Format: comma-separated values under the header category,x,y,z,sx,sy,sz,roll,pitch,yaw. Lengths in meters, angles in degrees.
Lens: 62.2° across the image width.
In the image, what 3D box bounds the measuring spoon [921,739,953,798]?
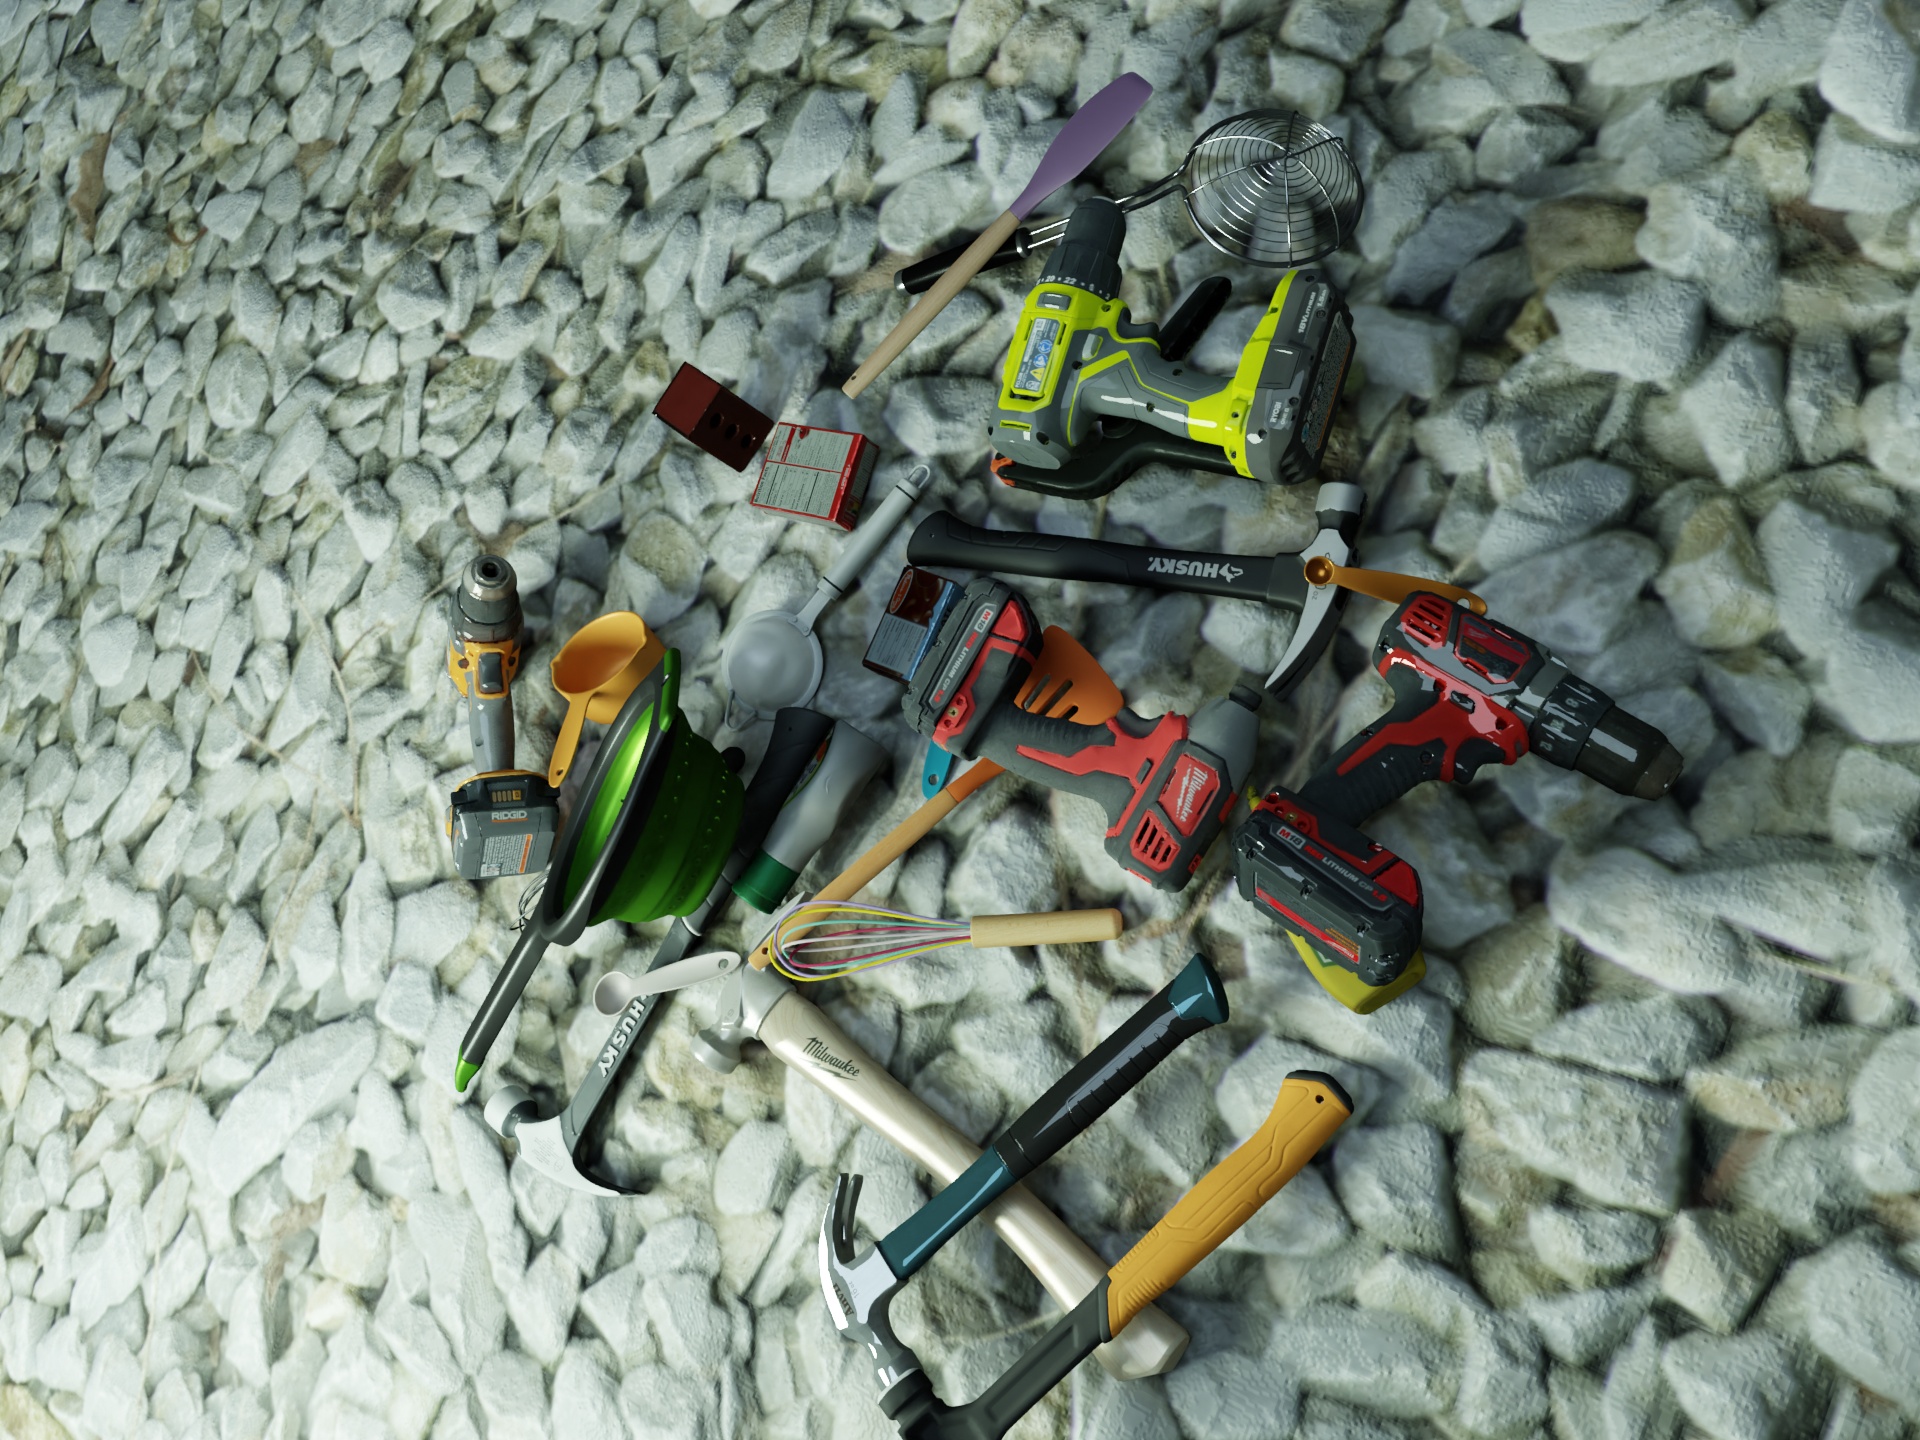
category,x,y,z,sx,sy,sz,roll,pitch,yaw
measuring spoon,-0.002,-0.004,1.158,0.042,0.021,0.128,18,94,30

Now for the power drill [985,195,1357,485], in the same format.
category,x,y,z,sx,sy,sz,roll,pitch,yaw
power drill,0.142,-0.256,1.078,0.229,0.080,0.190,15,84,27

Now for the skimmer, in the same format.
category,x,y,z,sx,sy,sz,roll,pitch,yaw
skimmer,0.114,-0.361,1.192,0.363,0.090,0.127,-8,69,37

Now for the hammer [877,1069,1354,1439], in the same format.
category,x,y,z,sx,sy,sz,roll,pitch,yaw
hammer,0.111,0.339,0.946,0.337,0.034,0.127,-43,64,-3

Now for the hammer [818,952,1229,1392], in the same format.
category,x,y,z,sx,sy,sz,roll,pitch,yaw
hammer,0.041,0.270,1.003,0.331,0.033,0.128,-43,61,7

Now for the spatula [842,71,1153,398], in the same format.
category,x,y,z,sx,sy,sz,roll,pitch,yaw
spatula,0.022,-0.361,1.193,0.316,0.018,0.060,-45,44,13

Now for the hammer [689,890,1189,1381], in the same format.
category,x,y,z,sx,sy,sz,roll,pitch,yaw
hammer,-0.011,0.278,1.065,0.411,0.038,0.146,34,91,31

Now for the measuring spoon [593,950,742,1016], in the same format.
category,x,y,z,sx,sy,sz,roll,pitch,yaw
measuring spoon,-0.214,0.193,1.173,0.124,0.018,0.034,-17,62,15

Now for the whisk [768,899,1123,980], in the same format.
category,x,y,z,sx,sy,sz,roll,pitch,yaw
whisk,-0.012,0.149,1.077,0.245,0.051,0.047,-5,29,11

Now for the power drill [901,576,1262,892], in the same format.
category,x,y,z,sx,sy,sz,roll,pitch,yaw
power drill,0.085,0.001,1.050,0.220,0.078,0.143,31,90,14

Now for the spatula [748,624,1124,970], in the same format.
category,x,y,z,sx,sy,sz,roll,pitch,yaw
spatula,-0.027,0.066,1.116,0.322,0.041,0.081,-41,72,1

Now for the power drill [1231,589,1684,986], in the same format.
category,x,y,z,sx,sy,sz,roll,pitch,yaw
power drill,0.286,0.044,0.928,0.188,0.080,0.227,34,73,25

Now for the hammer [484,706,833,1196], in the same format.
category,x,y,z,sx,sy,sz,roll,pitch,yaw
hammer,-0.210,0.169,1.204,0.149,0.036,0.409,30,90,30

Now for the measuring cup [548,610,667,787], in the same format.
category,x,y,z,sx,sy,sz,roll,pitch,yaw
measuring cup,-0.283,-0.006,1.254,0.095,0.052,0.174,-11,49,25

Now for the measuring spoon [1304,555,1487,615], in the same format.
category,x,y,z,sx,sy,sz,roll,pitch,yaw
measuring spoon,0.276,-0.083,1.012,0.117,0.011,0.021,14,86,6

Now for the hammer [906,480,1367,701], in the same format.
category,x,y,z,sx,sy,sz,roll,pitch,yaw
hammer,0.108,-0.105,1.116,0.335,0.035,0.146,10,79,30

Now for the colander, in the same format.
category,x,y,z,sx,sy,sz,roll,pitch,yaw
colander,-0.258,0.138,1.168,0.397,0.094,0.205,-57,22,22

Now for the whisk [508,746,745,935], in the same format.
category,x,y,z,sx,sy,sz,roll,pitch,yaw
whisk,-0.261,0.097,1.247,0.239,0.055,0.055,-39,61,9

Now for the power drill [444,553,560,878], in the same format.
category,x,y,z,sx,sy,sz,roll,pitch,yaw
power drill,-0.371,-0.007,1.268,0.185,0.084,0.226,127,135,-60

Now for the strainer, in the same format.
category,x,y,z,sx,sy,sz,roll,pitch,yaw
strainer,-0.108,-0.097,1.227,0.087,0.050,0.258,39,92,15
